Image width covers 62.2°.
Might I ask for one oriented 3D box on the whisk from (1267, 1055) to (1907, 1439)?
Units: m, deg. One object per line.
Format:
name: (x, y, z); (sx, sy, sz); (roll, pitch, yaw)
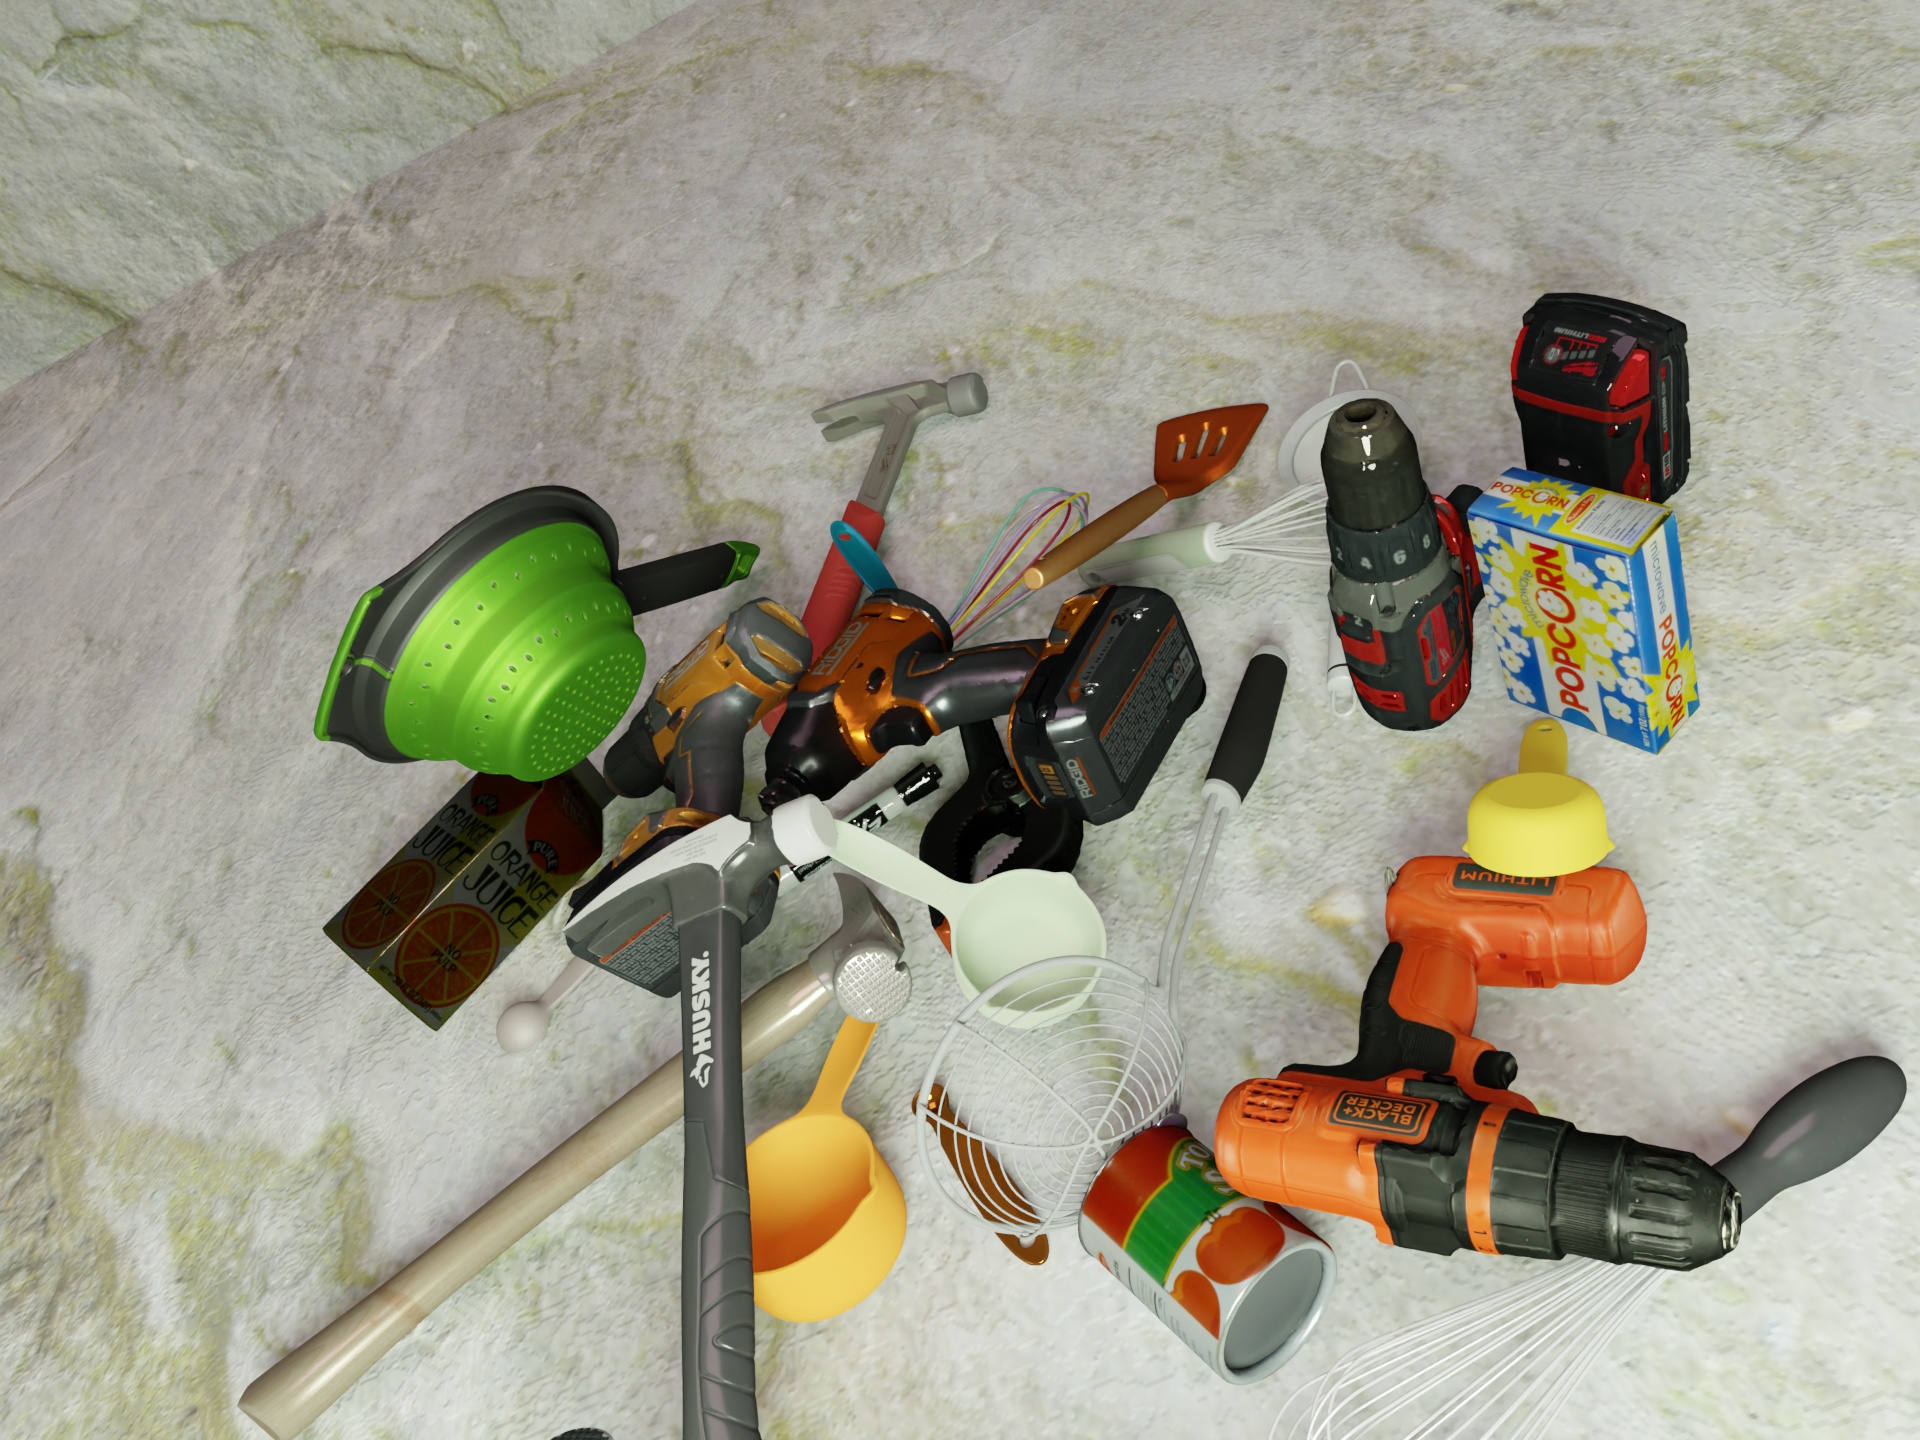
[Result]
whisk: (0.230, 0.204, 0.573); (0.284, 0.070, 0.070); (-32, 38, -9)

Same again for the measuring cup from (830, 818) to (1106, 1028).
measuring cup: (-0.006, 0.096, 0.803); (0.168, 0.038, 0.083); (27, 64, 15)

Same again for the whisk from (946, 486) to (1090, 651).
whisk: (-0.002, -0.061, 1.010); (0.245, 0.051, 0.047); (-46, 12, -10)

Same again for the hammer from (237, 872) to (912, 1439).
hammer: (-0.199, 0.227, 0.827); (0.410, 0.038, 0.146); (-38, 15, 0)

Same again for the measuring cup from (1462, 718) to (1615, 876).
measuring cup: (0.262, 0.022, 0.719); (0.062, 0.029, 0.156); (-2, 23, 23)

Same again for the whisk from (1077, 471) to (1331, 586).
whisk: (0.156, -0.104, 0.923); (0.246, 0.057, 0.059); (-6, 60, 51)

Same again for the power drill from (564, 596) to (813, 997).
power drill: (-0.173, 0.051, 0.963); (0.185, 0.084, 0.226); (-37, 34, 34)

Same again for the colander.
colander: (-0.221, -0.052, 1.023); (0.094, 0.204, 0.397); (38, 28, 13)

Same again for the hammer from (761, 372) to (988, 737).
hammer: (-0.084, -0.124, 1.143); (0.149, 0.036, 0.359); (-9, 44, 26)

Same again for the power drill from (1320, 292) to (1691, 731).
power drill: (0.266, -0.124, 0.797); (0.227, 0.187, 0.080); (-42, 43, -18)

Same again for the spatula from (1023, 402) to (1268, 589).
spatula: (0.108, -0.139, 0.967); (0.081, 0.041, 0.322); (-5, 18, 30)

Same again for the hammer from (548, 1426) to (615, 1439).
hammer: (0.054, 0.311, 0.542); (0.409, 0.149, 0.036); (-6, 23, 16)

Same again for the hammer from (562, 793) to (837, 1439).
hammer: (-0.115, 0.195, 0.714); (0.146, 0.035, 0.335); (-22, 50, 18)

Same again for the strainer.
strainer: (0.224, -0.104, 0.917); (0.087, 0.050, 0.259); (-8, 50, 26)

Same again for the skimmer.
skimmer: (0.087, 0.082, 0.775); (0.090, 0.127, 0.363); (-16, 29, 35)

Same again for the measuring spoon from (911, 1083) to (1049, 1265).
measuring spoon: (0.010, 0.213, 0.746); (0.021, 0.011, 0.117); (-38, 43, -7)

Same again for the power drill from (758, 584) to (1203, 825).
power drill: (-0.001, -0.003, 0.865); (0.226, 0.084, 0.164); (2, 43, 38)

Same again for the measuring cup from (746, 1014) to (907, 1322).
measuring cup: (-0.057, 0.206, 0.766); (0.095, 0.052, 0.174); (-11, 33, 27)

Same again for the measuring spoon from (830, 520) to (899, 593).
measuring spoon: (-0.054, -0.086, 1.065); (0.042, 0.021, 0.129); (-22, 58, -22)

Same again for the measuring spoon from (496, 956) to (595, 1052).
measuring spoon: (-0.238, 0.149, 0.968); (0.034, 0.018, 0.124); (17, 58, 44)
